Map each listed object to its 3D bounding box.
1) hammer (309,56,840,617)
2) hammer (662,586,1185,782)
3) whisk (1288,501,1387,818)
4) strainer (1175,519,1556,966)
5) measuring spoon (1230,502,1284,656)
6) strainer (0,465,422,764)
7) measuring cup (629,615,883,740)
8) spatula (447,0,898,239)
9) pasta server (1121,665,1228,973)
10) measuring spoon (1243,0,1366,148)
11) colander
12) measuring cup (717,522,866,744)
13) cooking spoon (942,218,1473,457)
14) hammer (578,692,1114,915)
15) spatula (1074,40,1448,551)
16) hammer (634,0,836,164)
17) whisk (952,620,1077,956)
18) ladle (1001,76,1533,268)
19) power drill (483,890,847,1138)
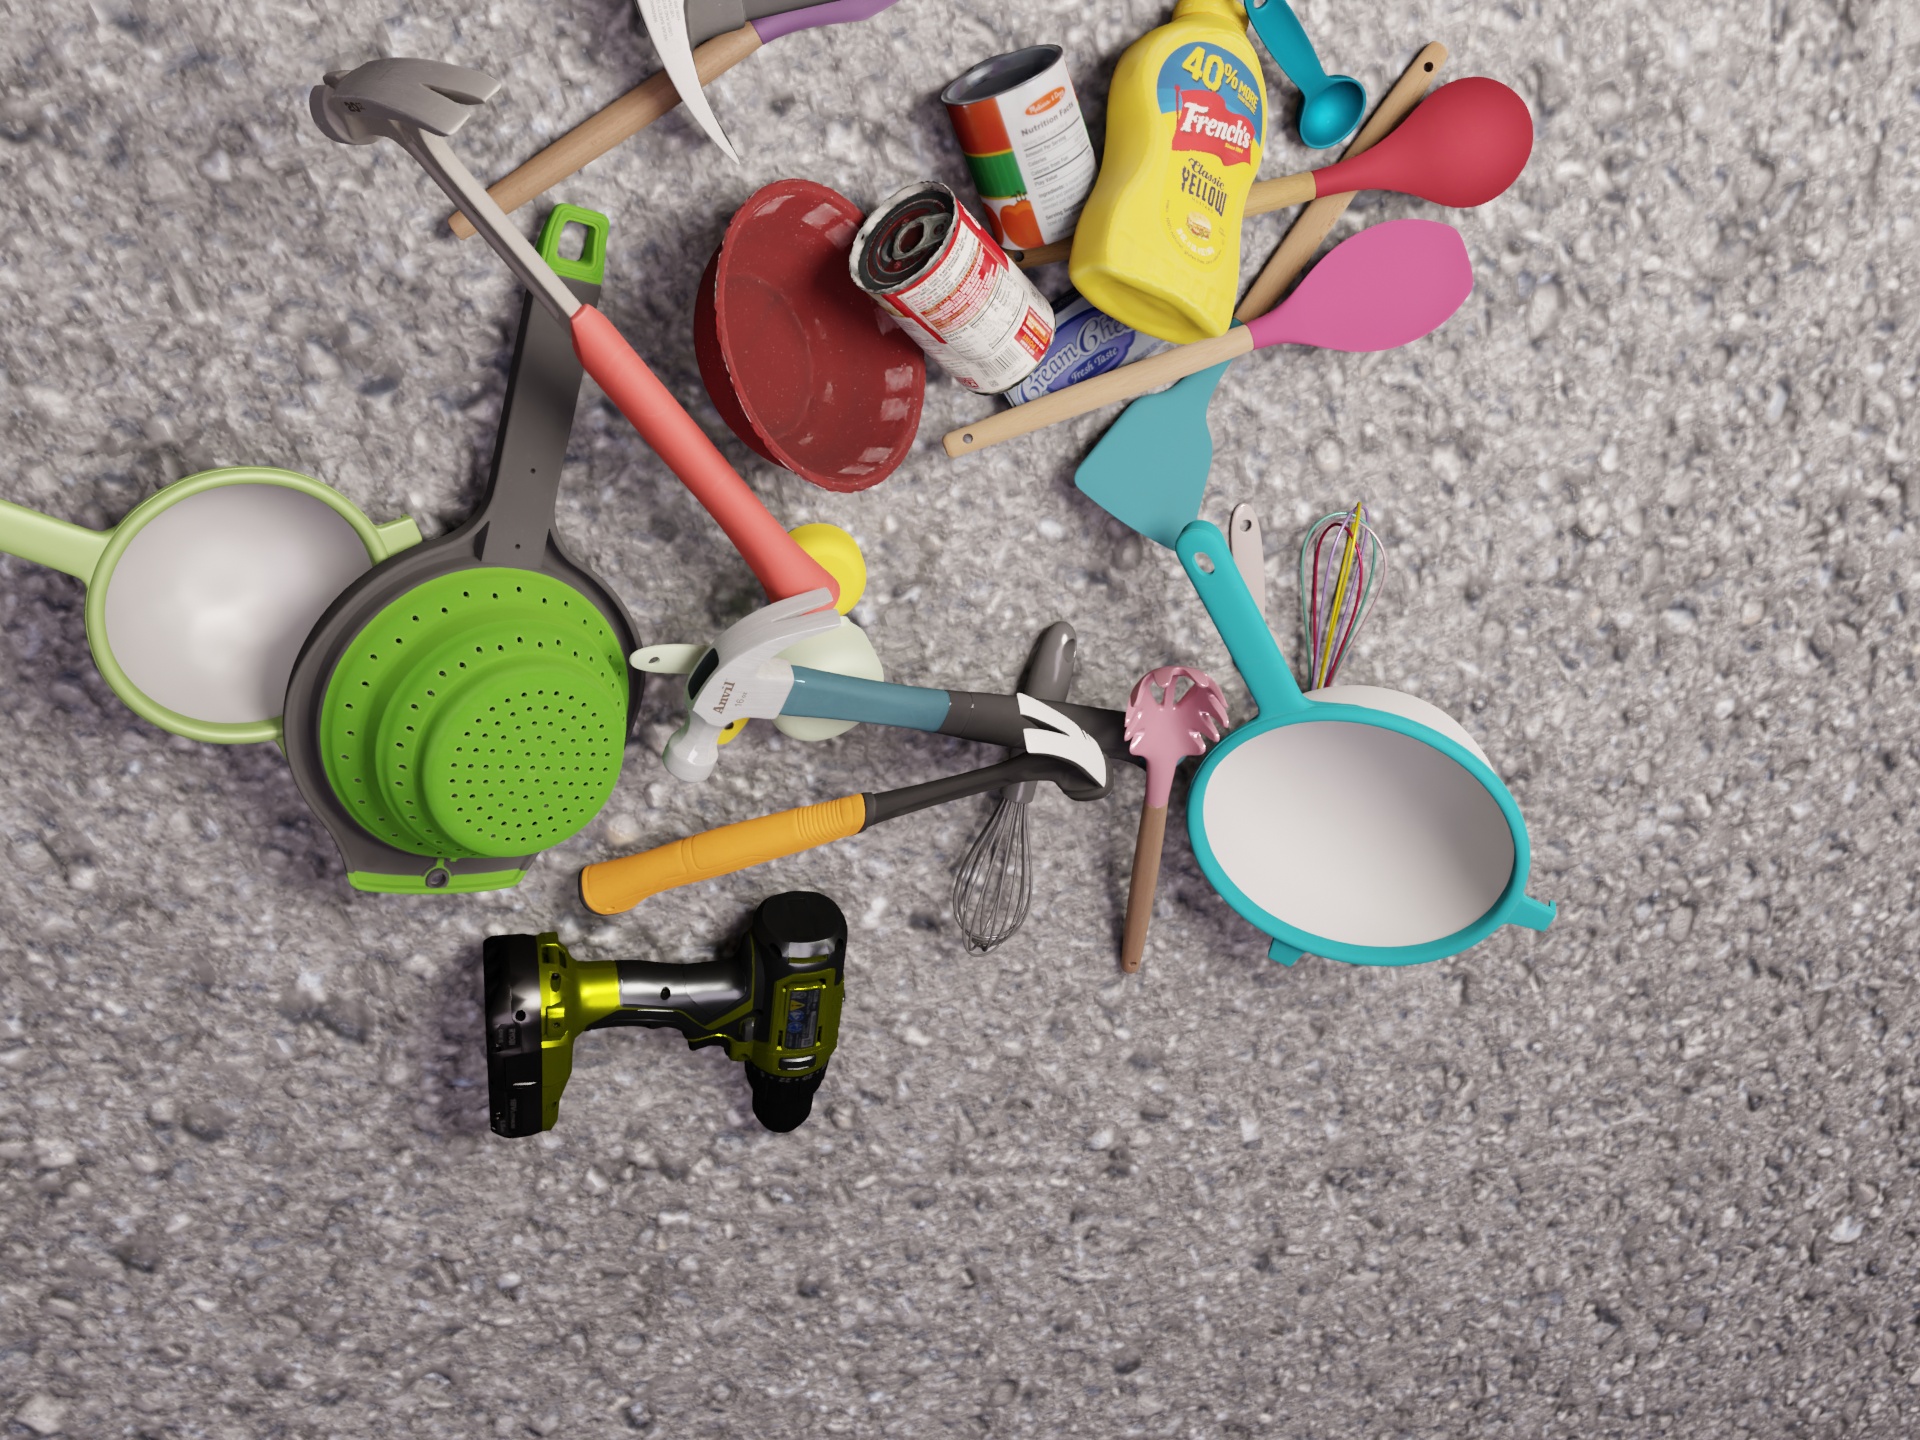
[{"bbox_3d":[-0.158,-0.164,0.777,0.037,0.149,0.358,-52,135,-13],"label":"hammer"},{"bbox_3d":[-0.002,-0.003,0.947,0.330,0.033,0.128,8,128,-29],"label":"hammer"},{"bbox_3d":[0.238,-0.029,1.054,0.051,0.047,0.244,-4,121,-15],"label":"whisk"},{"bbox_3d":[0.227,0.002,0.996,0.211,0.095,0.340,-15,118,35],"label":"strainer"},{"bbox_3d":[0.190,-0.081,1.027,0.034,0.018,0.124,-17,119,-7],"label":"measuring spoon"},{"bbox_3d":[-0.418,-0.083,0.802,0.256,0.069,0.151,23,98,-42],"label":"strainer"},{"bbox_3d":[-0.114,-0.022,0.922,0.167,0.038,0.083,2,134,-45],"label":"measuring cup"},{"bbox_3d":[-0.127,-0.337,0.805,0.316,0.018,0.059,-33,112,2],"label":"spatula"},{"bbox_3d":[0.124,0.074,1.026,0.060,0.040,0.316,1,136,-1],"label":"pasta server"},{"bbox_3d":[0.179,-0.358,0.858,0.042,0.021,0.128,-40,142,16],"label":"measuring spoon"},{"bbox_3d":[-0.229,-0.068,0.847,0.204,0.095,0.397,3,110,-39],"label":"colander"},{"bbox_3d":[-0.108,-0.045,0.955,0.062,0.029,0.156,24,107,-25],"label":"measuring cup"},{"bbox_3d":[0.140,-0.211,0.909,0.319,0.017,0.068,-20,100,-1],"label":"cooking spoon"},{"bbox_3d":[-0.084,0.060,0.941,0.337,0.034,0.127,-17,159,18],"label":"hammer"},{"bbox_3d":[0.184,-0.250,0.923,0.082,0.044,0.317,32,104,-12],"label":"spatula"},{"bbox_3d":[0.005,-0.378,0.784,0.334,0.035,0.146,-16,132,-9],"label":"hammer"},{"bbox_3d":[0.040,0.048,1.038,0.055,0.055,0.239,8,110,-19],"label":"whisk"},{"bbox_3d":[0.171,-0.294,0.889,0.315,0.031,0.069,-14,105,1],"label":"ladle"},{"bbox_3d":[-0.190,0.205,1.036,0.228,0.080,0.190,-2,126,-17],"label":"power drill"}]
